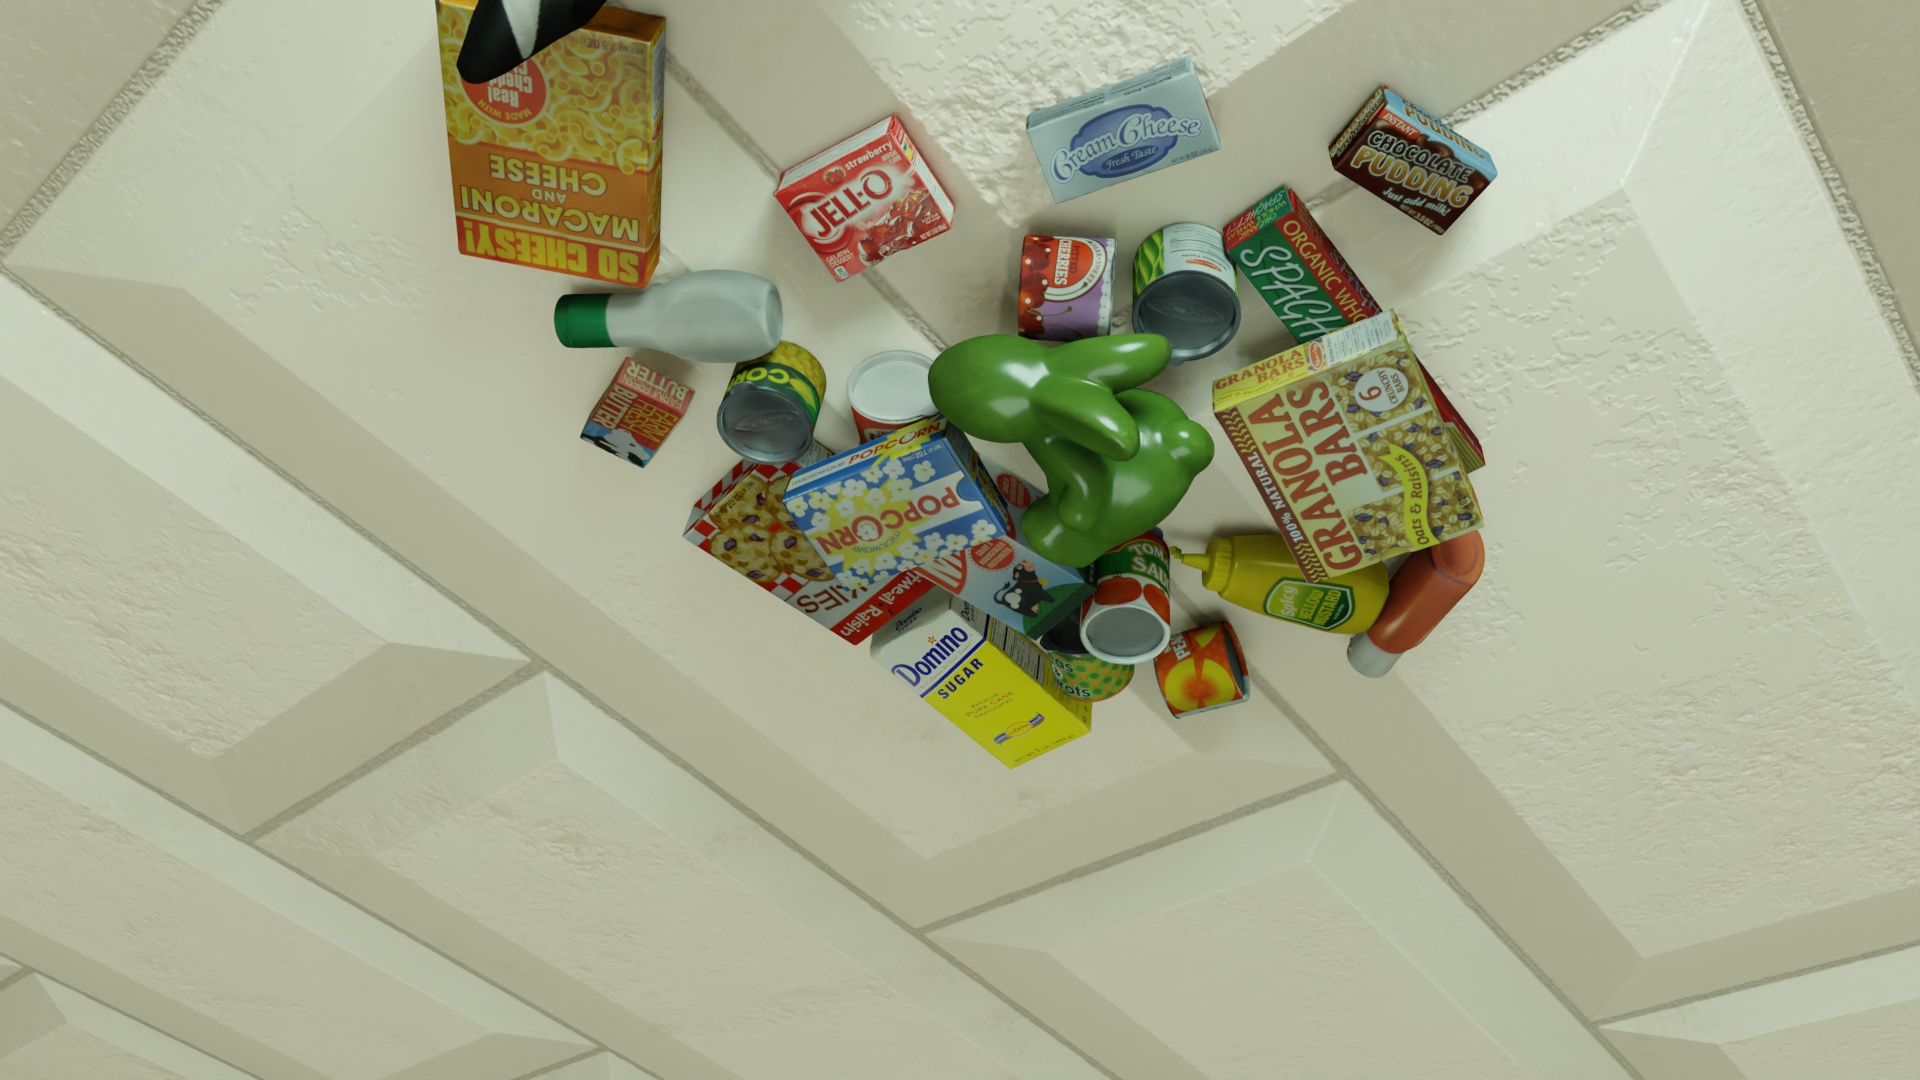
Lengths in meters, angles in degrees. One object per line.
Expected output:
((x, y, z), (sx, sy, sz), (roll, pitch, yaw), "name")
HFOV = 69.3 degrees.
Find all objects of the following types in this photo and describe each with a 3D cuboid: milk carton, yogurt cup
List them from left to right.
((-0.043, -0.088, 0.948), (0.072, 0.073, 0.053), (4, 141, 4), "yogurt cup")
((0.004, -0.013, 1.004), (0.190, 0.073, 0.073), (31, 128, -19), "milk carton")

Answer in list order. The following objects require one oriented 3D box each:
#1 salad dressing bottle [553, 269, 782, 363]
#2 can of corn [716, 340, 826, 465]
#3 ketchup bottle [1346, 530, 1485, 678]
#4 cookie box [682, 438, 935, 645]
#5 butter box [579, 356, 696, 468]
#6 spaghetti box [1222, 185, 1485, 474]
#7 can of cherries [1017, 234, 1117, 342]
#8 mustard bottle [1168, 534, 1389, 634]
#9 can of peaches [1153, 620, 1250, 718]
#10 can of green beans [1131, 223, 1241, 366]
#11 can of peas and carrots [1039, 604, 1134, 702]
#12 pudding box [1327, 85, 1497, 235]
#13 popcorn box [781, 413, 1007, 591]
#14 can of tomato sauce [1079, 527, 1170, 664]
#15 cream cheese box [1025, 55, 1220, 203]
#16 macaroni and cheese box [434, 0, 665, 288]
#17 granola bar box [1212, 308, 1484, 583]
((-0.195, -0.148, 0.926), (0.148, 0.044, 0.064), (0, 135, 10), "salad dressing bottle")
((-0.130, -0.097, 0.953), (0.071, 0.058, 0.070), (4, 133, 4), "can of corn")
((0.333, 0.049, 1.029), (0.043, 0.065, 0.148), (23, 141, 3), "ketchup bottle")
((-0.105, -0.001, 1.051), (0.167, 0.040, 0.122), (35, 127, -23), "cookie box")
((-0.228, -0.089, 0.976), (0.053, 0.024, 0.103), (26, 151, -18), "butter box")
((0.258, -0.123, 0.900), (0.050, 0.029, 0.249), (-30, 123, 29), "spaghetti box")
((0.066, -0.158, 0.866), (0.058, 0.072, 0.071), (5, 133, 5), "can of cherries")
((0.231, 0.027, 1.027), (0.160, 0.049, 0.065), (11, 131, -3), "mustard bottle")
((0.189, 0.099, 1.088), (0.058, 0.071, 0.071), (-17, 128, 22), "can of peaches")
((0.140, -0.155, 0.865), (0.071, 0.058, 0.071), (4, 133, 4), "can of green beans")
((0.098, 0.085, 1.084), (0.071, 0.071, 0.058), (-5, 132, 12), "can of peas and carrots")
((0.263, -0.221, 0.808), (0.084, 0.030, 0.049), (26, 129, -16), "pudding box")
((-0.043, -0.024, 0.924), (0.126, 0.038, 0.085), (-20, 120, 21), "popcorn box")
((0.124, 0.039, 1.029), (0.071, 0.083, 0.070), (4, 133, 4), "can of tomato sauce")
((0.095, -0.240, 0.816), (0.103, 0.024, 0.053), (-15, 128, 19), "cream cheese box")
((-0.245, -0.244, 0.846), (0.124, 0.040, 0.165), (11, 132, -3), "macaroni and cheese box")
((0.255, -0.056, 0.910), (0.124, 0.039, 0.165), (-21, 124, 23), "granola bar box")
